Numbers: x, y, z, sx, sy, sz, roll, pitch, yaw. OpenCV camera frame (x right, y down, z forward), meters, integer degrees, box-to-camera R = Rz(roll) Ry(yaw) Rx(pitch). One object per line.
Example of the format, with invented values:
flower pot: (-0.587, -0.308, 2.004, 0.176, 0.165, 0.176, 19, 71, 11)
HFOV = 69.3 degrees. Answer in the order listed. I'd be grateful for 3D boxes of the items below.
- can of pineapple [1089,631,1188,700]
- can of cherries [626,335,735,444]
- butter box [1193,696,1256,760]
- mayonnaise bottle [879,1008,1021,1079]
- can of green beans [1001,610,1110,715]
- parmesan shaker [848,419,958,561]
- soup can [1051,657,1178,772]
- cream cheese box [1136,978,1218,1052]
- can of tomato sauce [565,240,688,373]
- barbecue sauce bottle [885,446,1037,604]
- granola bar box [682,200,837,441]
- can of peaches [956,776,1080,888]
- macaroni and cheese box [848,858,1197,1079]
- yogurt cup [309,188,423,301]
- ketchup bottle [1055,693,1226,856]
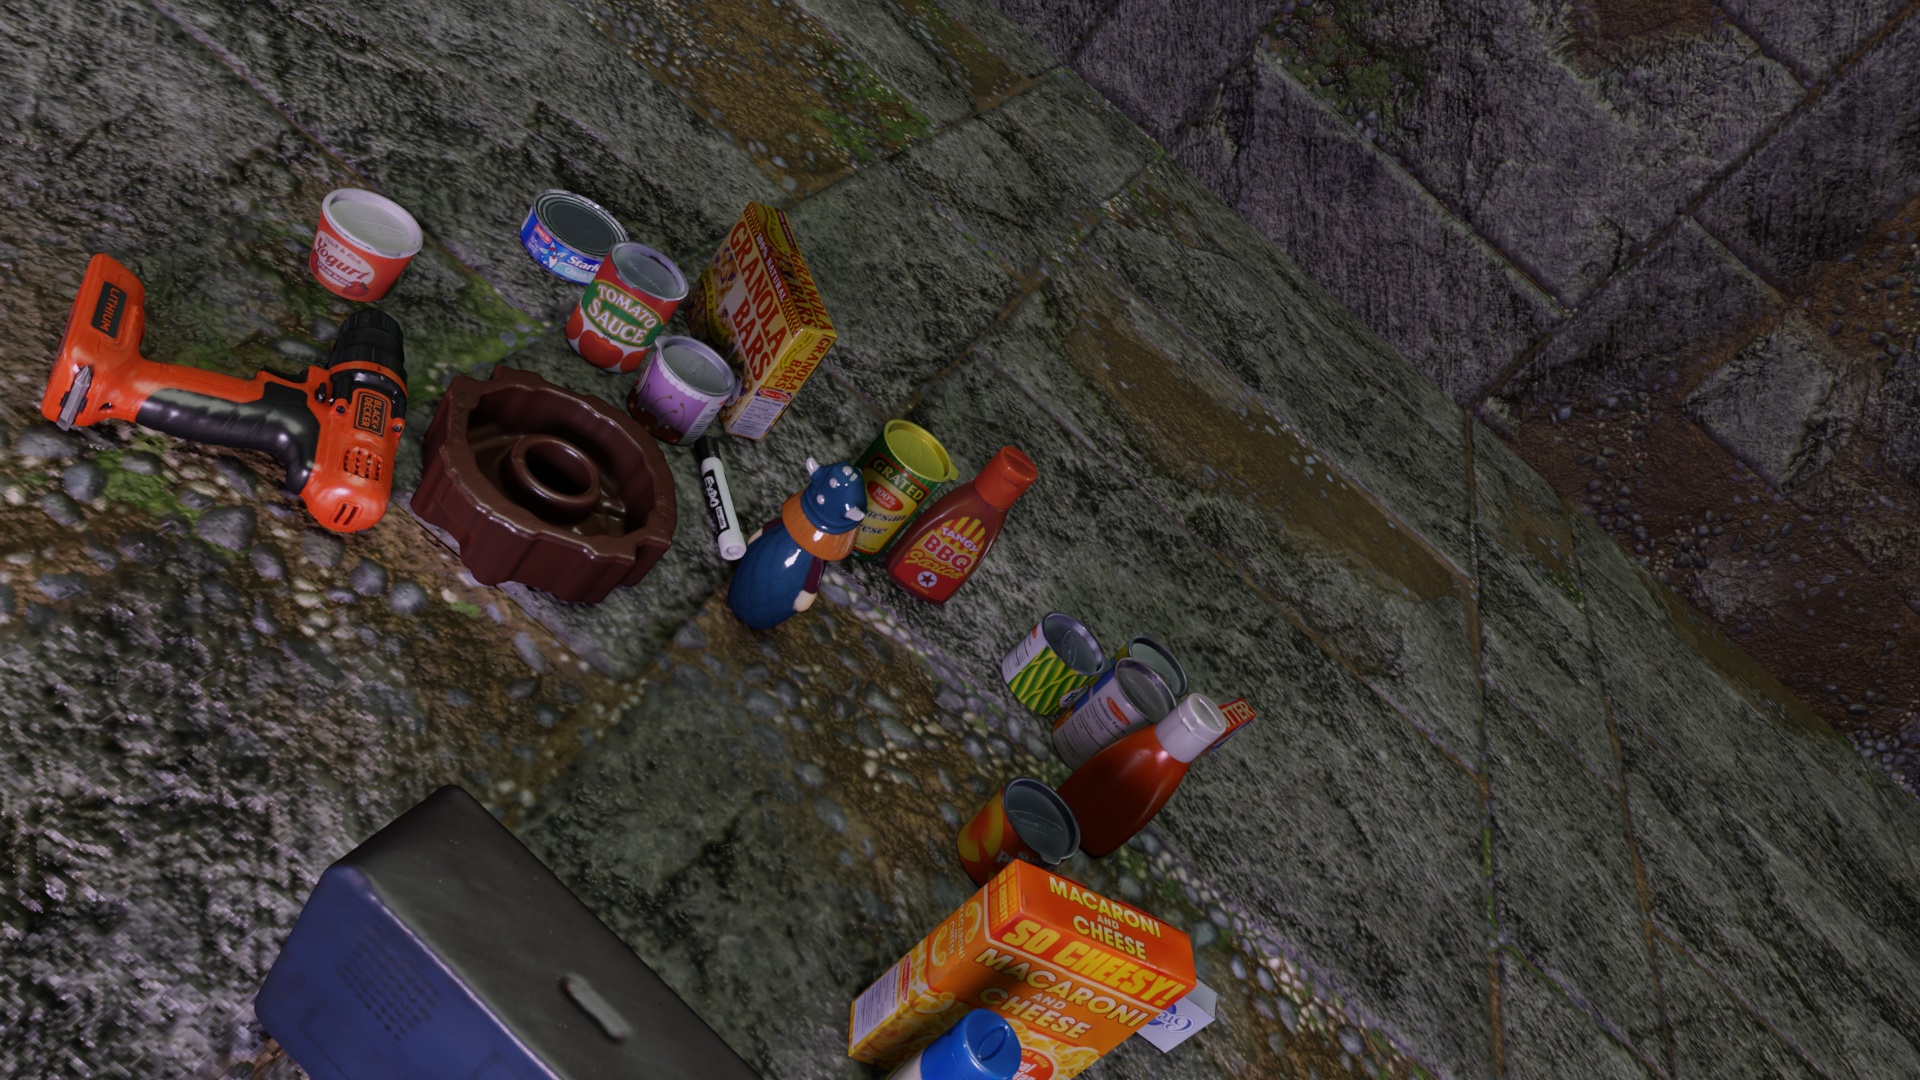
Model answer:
can of pineapple: (0.154, 0.124, 1.202, 0.071, 0.057, 0.071, 29, 33, -21)
can of cherries: (-0.221, -0.119, 1.088, 0.071, 0.058, 0.072, 29, 33, -21)
butter box: (0.214, 0.170, 1.216, 0.104, 0.053, 0.024, -9, 57, -53)
mayonnaise bottle: (-0.027, 0.287, 0.702, 0.041, 0.147, 0.065, 48, 31, 11)
can of green beans: (0.076, 0.102, 1.143, 0.071, 0.057, 0.071, 29, 33, -21)
parmesan shaker: (-0.060, -0.037, 1.122, 0.071, 0.102, 0.072, 29, 33, -21)
soup can: (0.125, 0.145, 1.118, 0.071, 0.083, 0.072, 29, 33, -21)
cream cheese box: (0.118, 0.300, 0.942, 0.104, 0.053, 0.024, 37, 31, -8)
can of tomato sauce: (-0.264, -0.182, 1.095, 0.071, 0.082, 0.071, 29, 33, -21)
barbecue sauce bottle: (0.004, -0.014, 1.119, 0.065, 0.148, 0.044, 32, 32, -16)
granola bar box: (-0.171, -0.184, 1.163, 0.039, 0.123, 0.166, 13, 41, -40)
can of peaches: (0.040, 0.209, 0.965, 0.071, 0.057, 0.071, 29, 33, -21)
macaroni and cheese box: (0.032, 0.257, 0.789, 0.123, 0.165, 0.040, 28, 33, -22)
yogurt cup: (-0.421, -0.206, 0.977, 0.072, 0.053, 0.073, 29, 33, -21)
ketchup bottle: (0.134, 0.171, 1.031, 0.043, 0.148, 0.065, -7, 55, -52)
